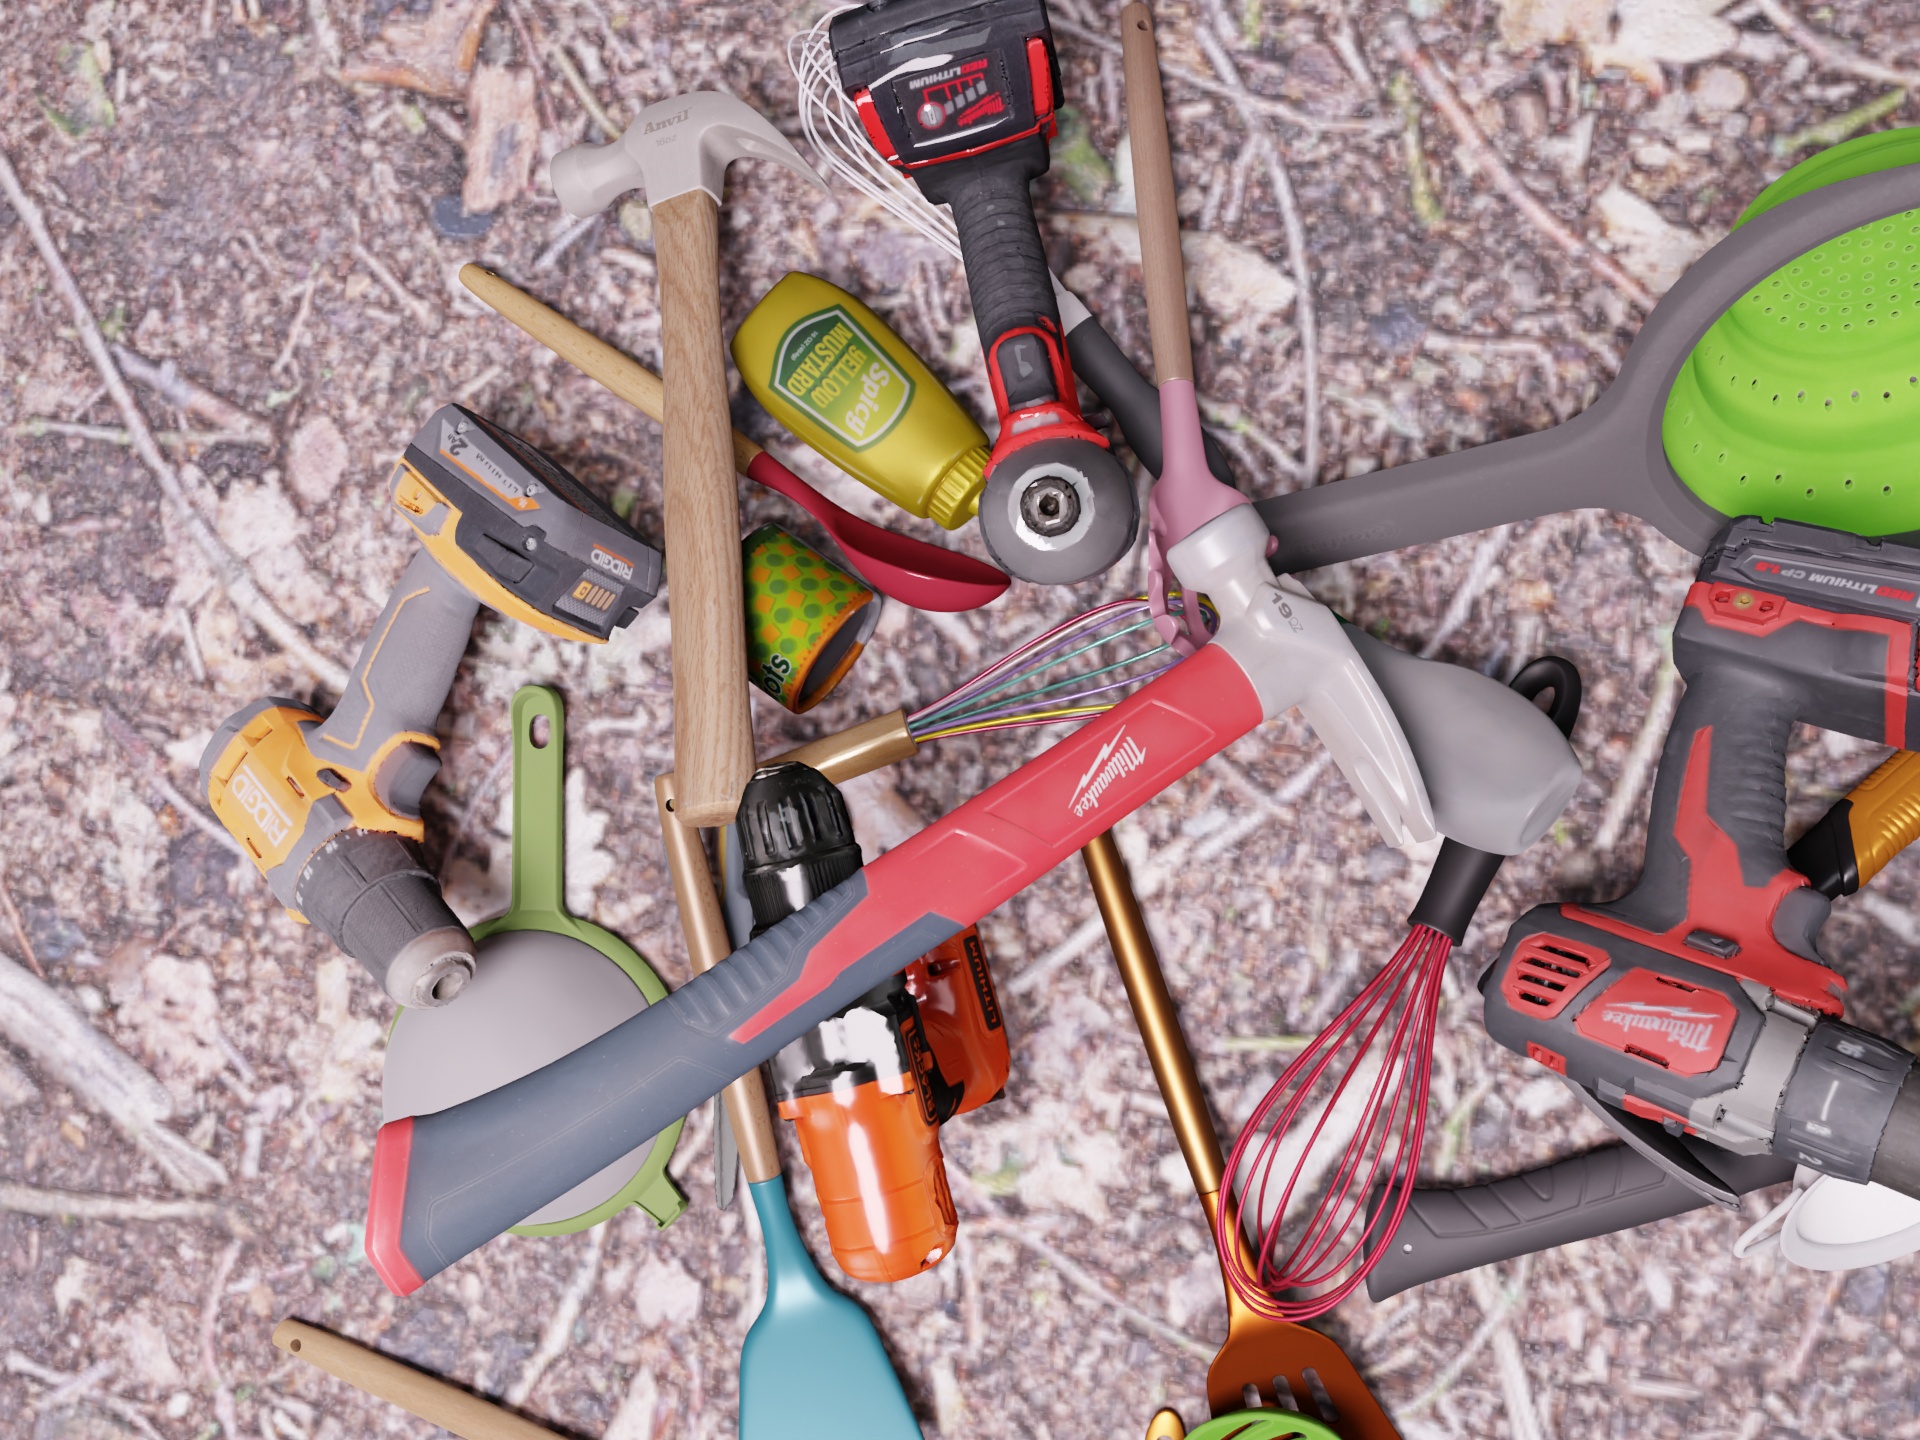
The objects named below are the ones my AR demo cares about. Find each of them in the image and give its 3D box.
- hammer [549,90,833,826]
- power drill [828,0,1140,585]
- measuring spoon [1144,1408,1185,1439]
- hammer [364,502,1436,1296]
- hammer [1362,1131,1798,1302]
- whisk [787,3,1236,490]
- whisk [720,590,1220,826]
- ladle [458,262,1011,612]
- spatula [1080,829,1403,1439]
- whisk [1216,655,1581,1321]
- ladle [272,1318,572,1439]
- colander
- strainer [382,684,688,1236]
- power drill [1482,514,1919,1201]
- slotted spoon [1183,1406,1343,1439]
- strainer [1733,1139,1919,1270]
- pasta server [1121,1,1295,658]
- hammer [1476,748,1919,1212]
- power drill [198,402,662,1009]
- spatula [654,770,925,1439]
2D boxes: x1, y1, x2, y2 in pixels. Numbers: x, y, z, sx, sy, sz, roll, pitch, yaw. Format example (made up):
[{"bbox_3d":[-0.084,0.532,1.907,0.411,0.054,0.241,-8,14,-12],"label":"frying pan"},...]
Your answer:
[{"bbox_3d":[-0.109,-0.119,0.673,0.130,0.031,0.331,-13,72,22],"label":"hammer"},{"bbox_3d":[0.019,-0.159,0.610,0.078,0.143,0.219,-13,95,8],"label":"power drill"},{"bbox_3d":[0.085,0.357,0.685,0.021,0.011,0.117,4,88,10],"label":"measuring spoon"},{"bbox_3d":[-0.009,0.073,0.529,0.386,0.038,0.143,-32,89,-22],"label":"hammer"},{"bbox_3d":[0.324,0.178,0.639,0.335,0.035,0.146,-19,84,9],"label":"hammer"},{"bbox_3d":[0.023,-0.199,0.699,0.070,0.070,0.284,-41,86,6],"label":"whisk"},{"bbox_3d":[-0.001,-0.001,0.693,0.245,0.051,0.047,-21,87,7],"label":"whisk"},{"bbox_3d":[-0.113,-0.131,0.725,0.315,0.069,0.031,34,111,15],"label":"ladle"},{"bbox_3d":[0.101,0.176,0.686,0.081,0.041,0.323,-20,80,9],"label":"spatula"},{"bbox_3d":[0.183,0.103,0.646,0.073,0.073,0.296,27,82,10],"label":"whisk"},{"bbox_3d":[-0.178,0.336,0.711,0.320,0.062,0.078,17,86,13],"label":"ladle"},{"bbox_3d":[0.277,-0.136,0.631,0.397,0.204,0.095,-11,51,25],"label":"colander"},{"bbox_3d":[-0.202,0.111,0.717,0.151,0.069,0.256,0,89,10],"label":"strainer"},{"bbox_3d":[0.317,0.053,0.574,0.188,0.080,0.227,20,78,36],"label":"power drill"},{"bbox_3d":[0.029,0.372,0.679,0.314,0.031,0.070,-33,103,12],"label":"slotted spoon"},{"bbox_3d":[0.408,0.163,0.587,0.258,0.050,0.086,-6,130,4],"label":"strainer"},{"bbox_3d":[0.091,-0.168,0.668,0.060,0.040,0.316,1,75,-17],"label":"pasta server"},{"bbox_3d":[0.371,0.039,0.620,0.337,0.034,0.127,-42,53,2],"label":"hammer"},{"bbox_3d":[-0.228,-0.003,0.699,0.185,0.084,0.226,39,96,32],"label":"power drill"},{"bbox_3d":[-0.091,0.177,0.695,0.082,0.044,0.317,-14,90,-2],"label":"spatula"}]
